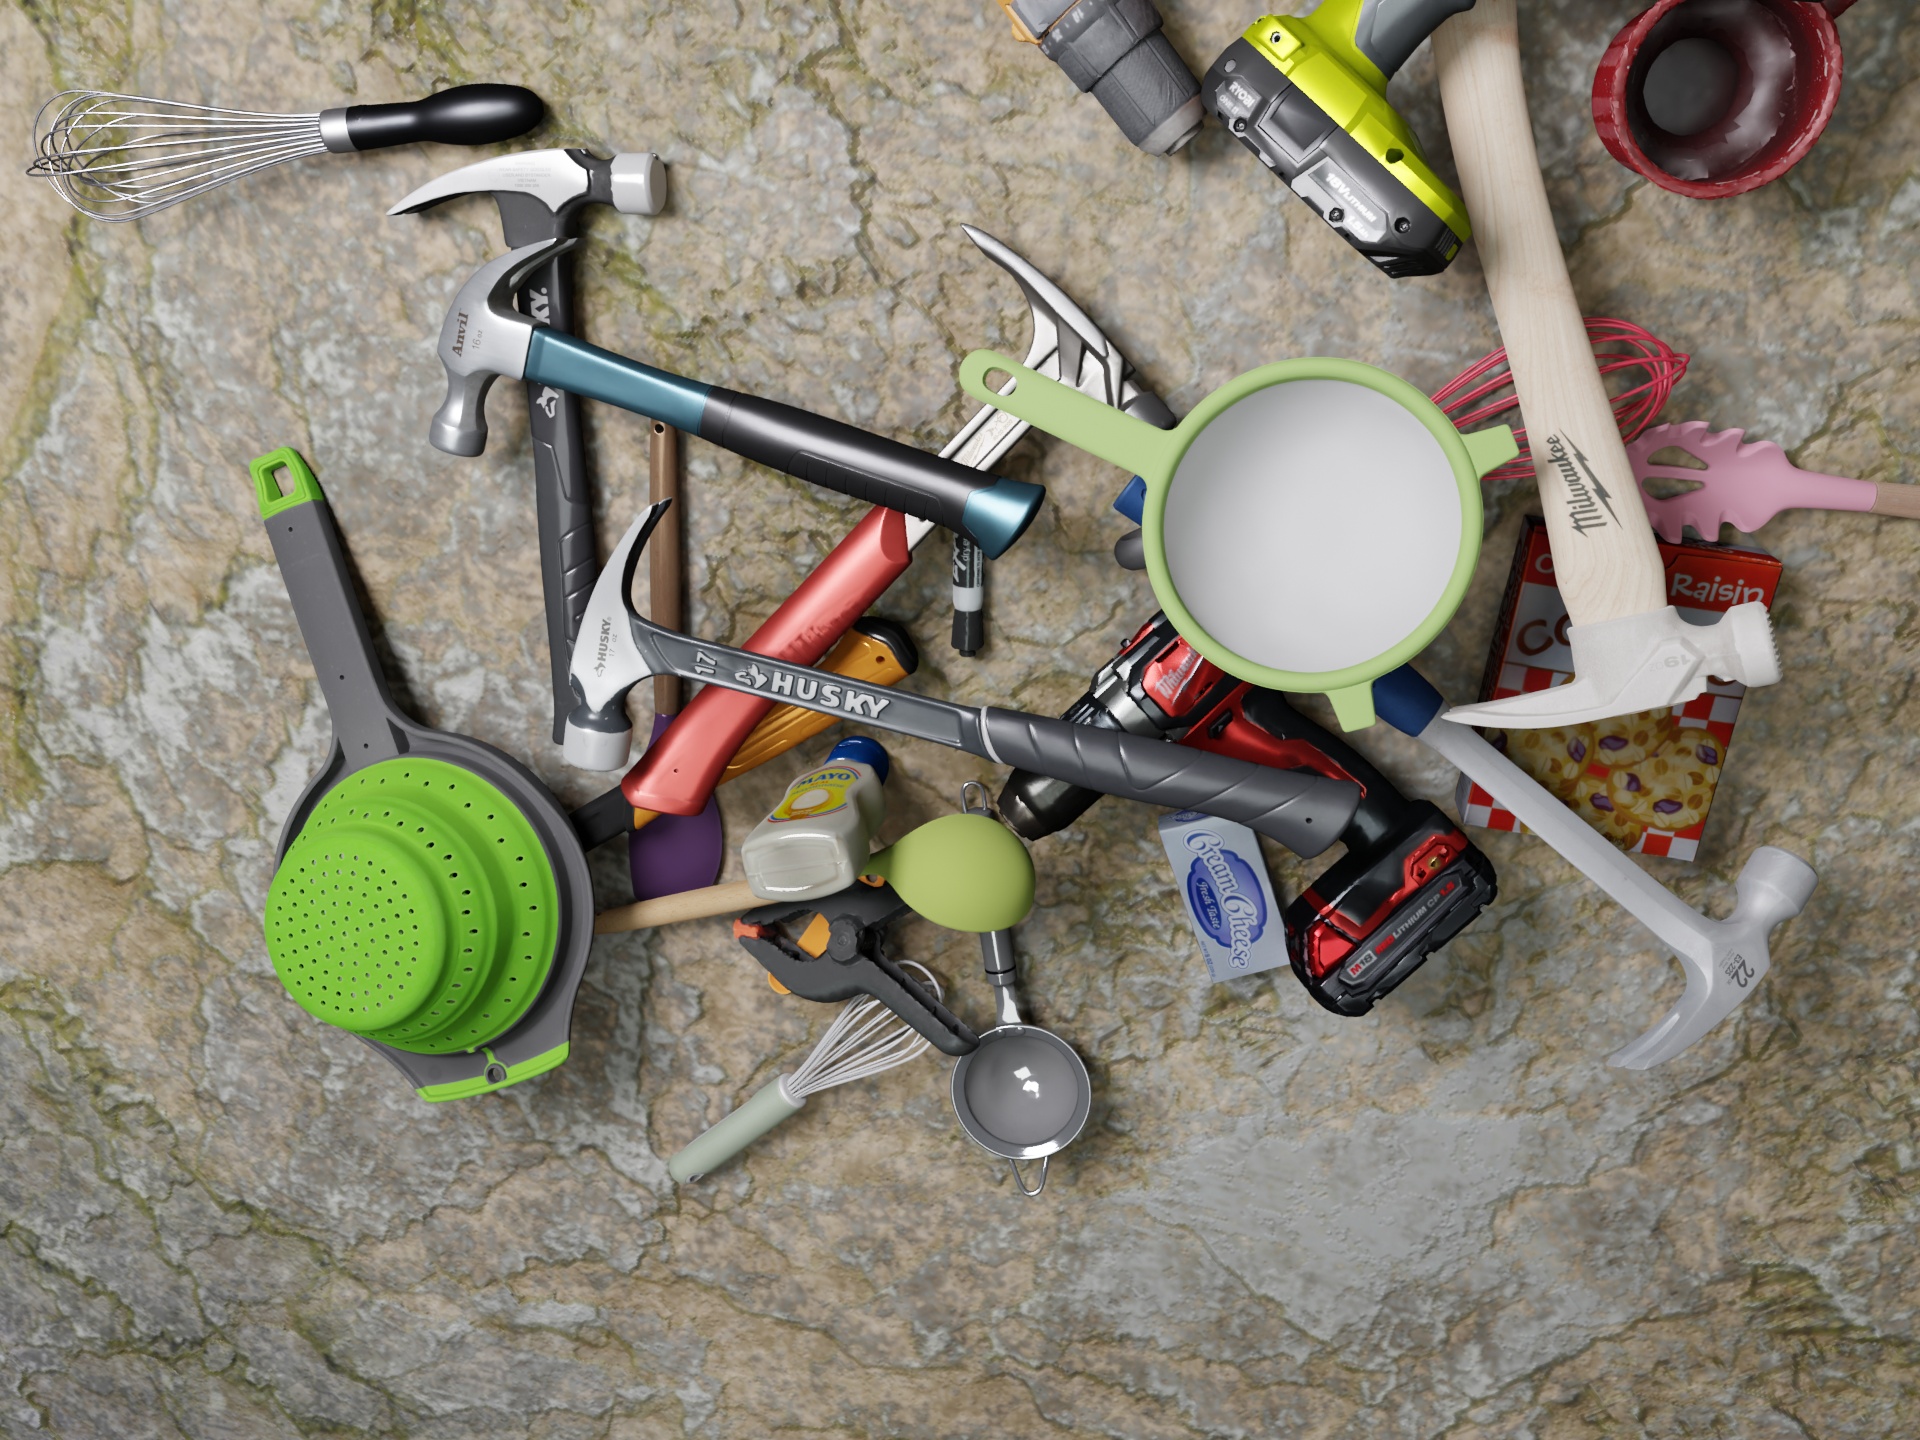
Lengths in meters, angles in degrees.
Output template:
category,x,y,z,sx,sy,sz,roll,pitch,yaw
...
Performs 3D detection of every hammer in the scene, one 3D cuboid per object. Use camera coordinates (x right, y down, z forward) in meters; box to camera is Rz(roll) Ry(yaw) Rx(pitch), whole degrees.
category,x,y,z,sx,sy,sz,roll,pitch,yaw
hammer,0.252,-0.201,0.733,0.146,0.038,0.410,-14,91,27
hammer,-0.117,-0.152,0.816,0.331,0.033,0.128,20,110,9
hammer,0.241,0.010,0.800,0.405,0.035,0.144,39,77,-2
hammer,-0.062,-0.086,0.850,0.359,0.037,0.149,-44,87,14
hammer,-0.166,0.043,0.931,0.337,0.034,0.127,-30,99,15
hammer,-0.001,-0.003,0.812,0.409,0.036,0.149,14,108,6
hammer,-0.230,-0.144,0.894,0.146,0.035,0.334,3,111,8

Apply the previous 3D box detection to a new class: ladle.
category,x,y,z,sx,sy,sz,roll,pitch,yaw
ladle,-0.099,0.107,0.924,0.320,0.078,0.062,-14,108,33

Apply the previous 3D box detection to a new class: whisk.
category,x,y,z,sx,sy,sz,roll,pitch,yaw
whisk,0.215,-0.132,0.809,0.296,0.073,0.073,-18,106,21
whisk,-0.101,0.230,1.008,0.246,0.057,0.059,-39,65,23
whisk,-0.360,-0.309,0.844,0.284,0.070,0.070,-4,109,6

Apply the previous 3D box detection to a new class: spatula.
category,x,y,z,sx,sy,sz,roll,pitch,yaw
spatula,-0.170,-0.029,0.935,0.060,0.018,0.315,5,112,6

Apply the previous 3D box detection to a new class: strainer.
category,x,y,z,sx,sy,sz,roll,pitch,yaw
strainer,0.028,0.159,0.959,0.087,0.050,0.258,-7,103,9
strainer,0.119,-0.113,0.756,0.256,0.069,0.151,28,100,13

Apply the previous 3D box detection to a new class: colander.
category,x,y,z,sx,sy,sz,roll,pitch,yaw
colander,-0.347,0.034,0.900,0.204,0.094,0.397,-19,90,14

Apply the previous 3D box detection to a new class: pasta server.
category,x,y,z,sx,sy,sz,roll,pitch,yaw
pasta server,0.480,-0.105,0.783,0.316,0.040,0.060,8,109,6

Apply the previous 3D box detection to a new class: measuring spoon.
category,x,y,z,sx,sy,sz,roll,pitch,yaw
measuring spoon,-0.080,0.126,0.982,0.021,0.011,0.117,44,109,9

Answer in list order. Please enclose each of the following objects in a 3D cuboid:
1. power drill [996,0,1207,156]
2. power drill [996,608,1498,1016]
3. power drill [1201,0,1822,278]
category,x,y,z,sx,sy,sz,roll,pitch,yaw
power drill,0.110,-0.391,0.721,0.226,0.084,0.185,-35,101,24
power drill,0.150,0.052,0.854,0.188,0.080,0.226,-42,92,4
power drill,0.233,-0.302,0.666,0.191,0.080,0.228,49,113,14
